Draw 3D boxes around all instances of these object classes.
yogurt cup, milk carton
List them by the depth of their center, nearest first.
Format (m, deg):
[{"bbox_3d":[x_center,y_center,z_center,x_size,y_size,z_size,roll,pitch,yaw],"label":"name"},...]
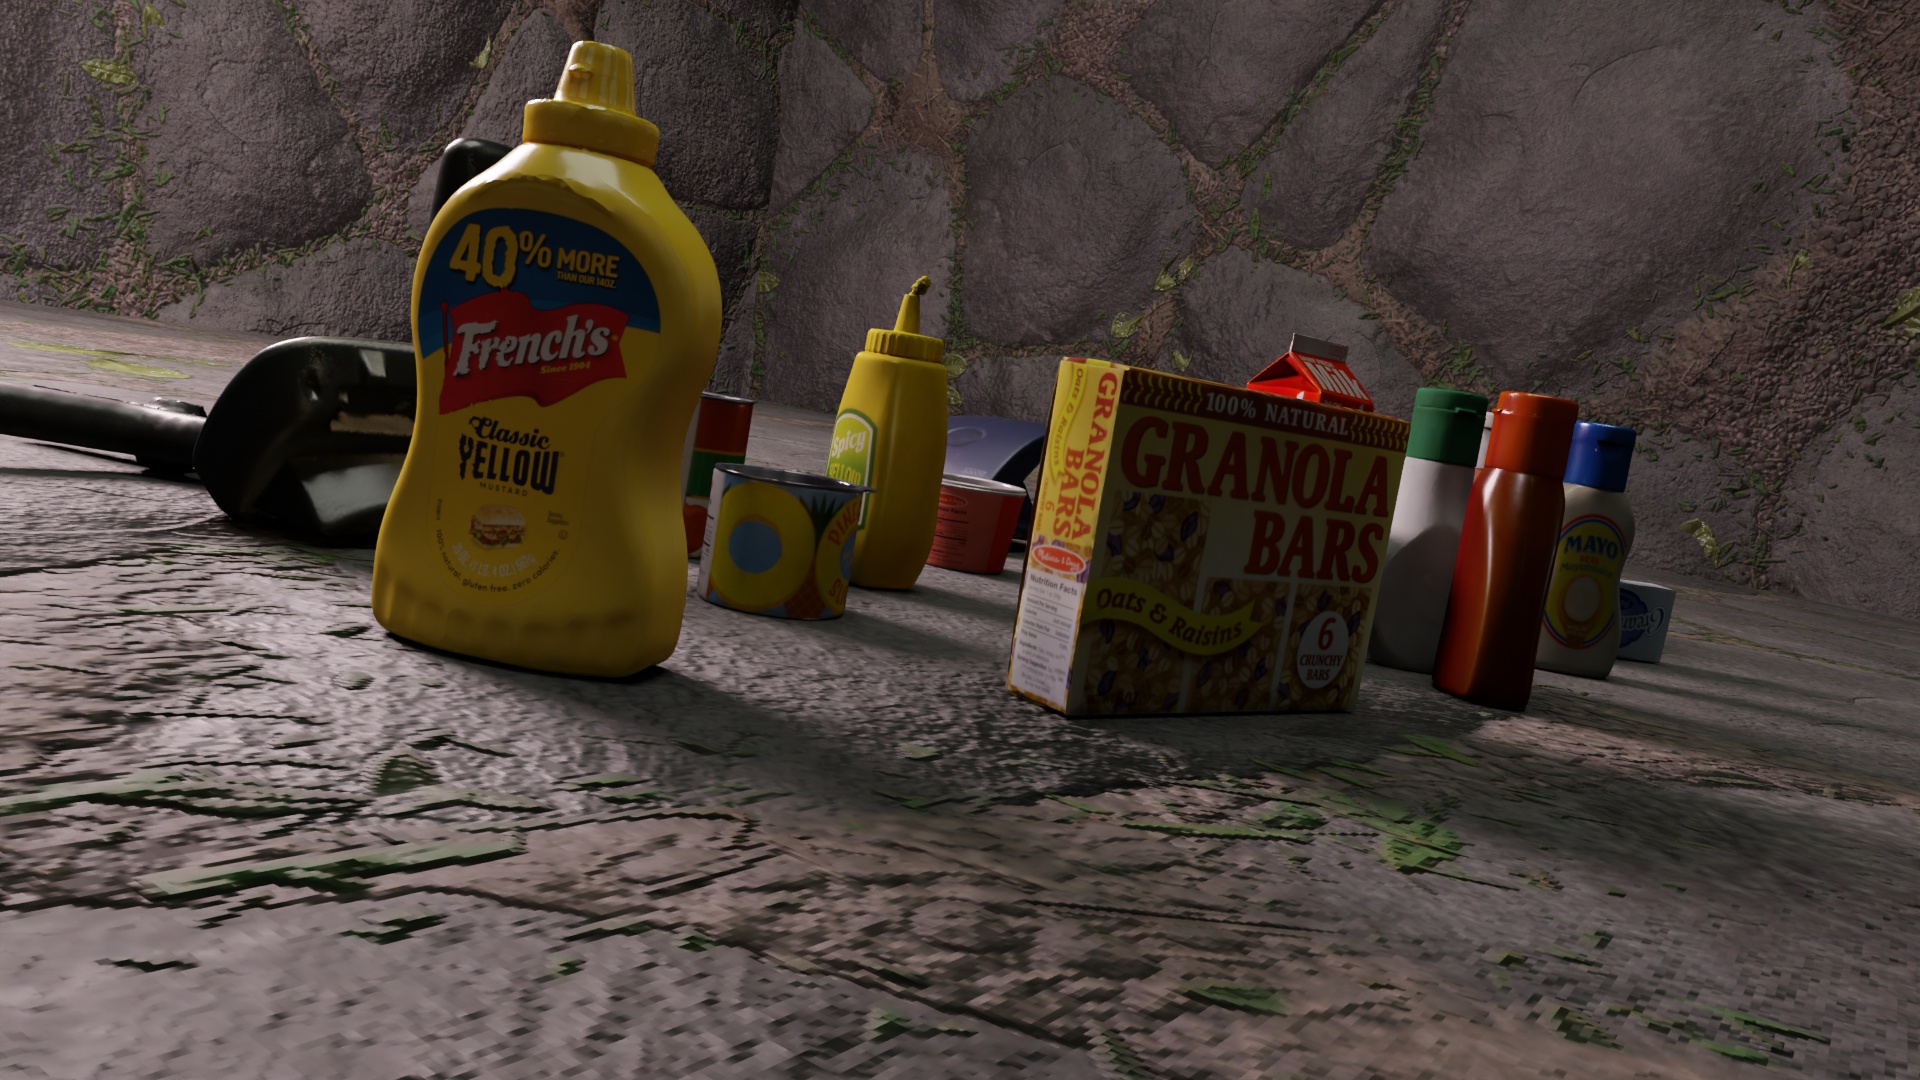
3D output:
[{"bbox_3d":[0.003,-0.011,0.847,0.072,0.054,0.072,9,6,-1],"label":"yogurt cup"},{"bbox_3d":[0.262,-0.062,1.078,0.072,0.190,0.073,5,7,-40],"label":"milk carton"}]

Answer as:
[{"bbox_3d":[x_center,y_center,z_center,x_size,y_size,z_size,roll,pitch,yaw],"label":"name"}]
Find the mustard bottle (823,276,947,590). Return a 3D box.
[{"bbox_3d":[-0.037,-0.057,0.715,0.049,0.160,0.065,5,7,-38],"label":"mustard bottle"}]

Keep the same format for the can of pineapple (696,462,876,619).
[{"bbox_3d":[-0.077,0.000,0.605,0.071,0.057,0.071,9,6,-1],"label":"can of pineapple"}]

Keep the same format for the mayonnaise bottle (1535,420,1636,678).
[{"bbox_3d":[0.367,0.004,0.826,0.065,0.148,0.041,10,5,2],"label":"mayonnaise bottle"}]

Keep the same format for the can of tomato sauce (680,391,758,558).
[{"bbox_3d":[-0.145,-0.037,0.724,0.071,0.083,0.071,9,6,-1],"label":"can of tomato sauce"}]

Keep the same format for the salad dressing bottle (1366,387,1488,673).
[{"bbox_3d":[0.248,-0.006,0.737,0.064,0.147,0.044,9,5,-8],"label":"salad dressing bottle"}]

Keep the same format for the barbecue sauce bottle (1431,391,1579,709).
[{"bbox_3d":[0.265,0.003,0.674,0.044,0.148,0.065,10,5,5],"label":"barbecue sauce bottle"}]

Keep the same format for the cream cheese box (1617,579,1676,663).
[{"bbox_3d":[0.431,0.051,0.939,0.104,0.053,0.024,7,6,-18],"label":"cream cheese box"}]

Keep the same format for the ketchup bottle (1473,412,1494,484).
[{"bbox_3d":[0.341,-0.011,0.927,0.065,0.148,0.043,10,5,7],"label":"ketchup bottle"}]

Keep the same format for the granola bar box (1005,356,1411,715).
[{"bbox_3d":[0.099,0.003,0.537,0.166,0.124,0.039,5,7,-38],"label":"granola bar box"}]
